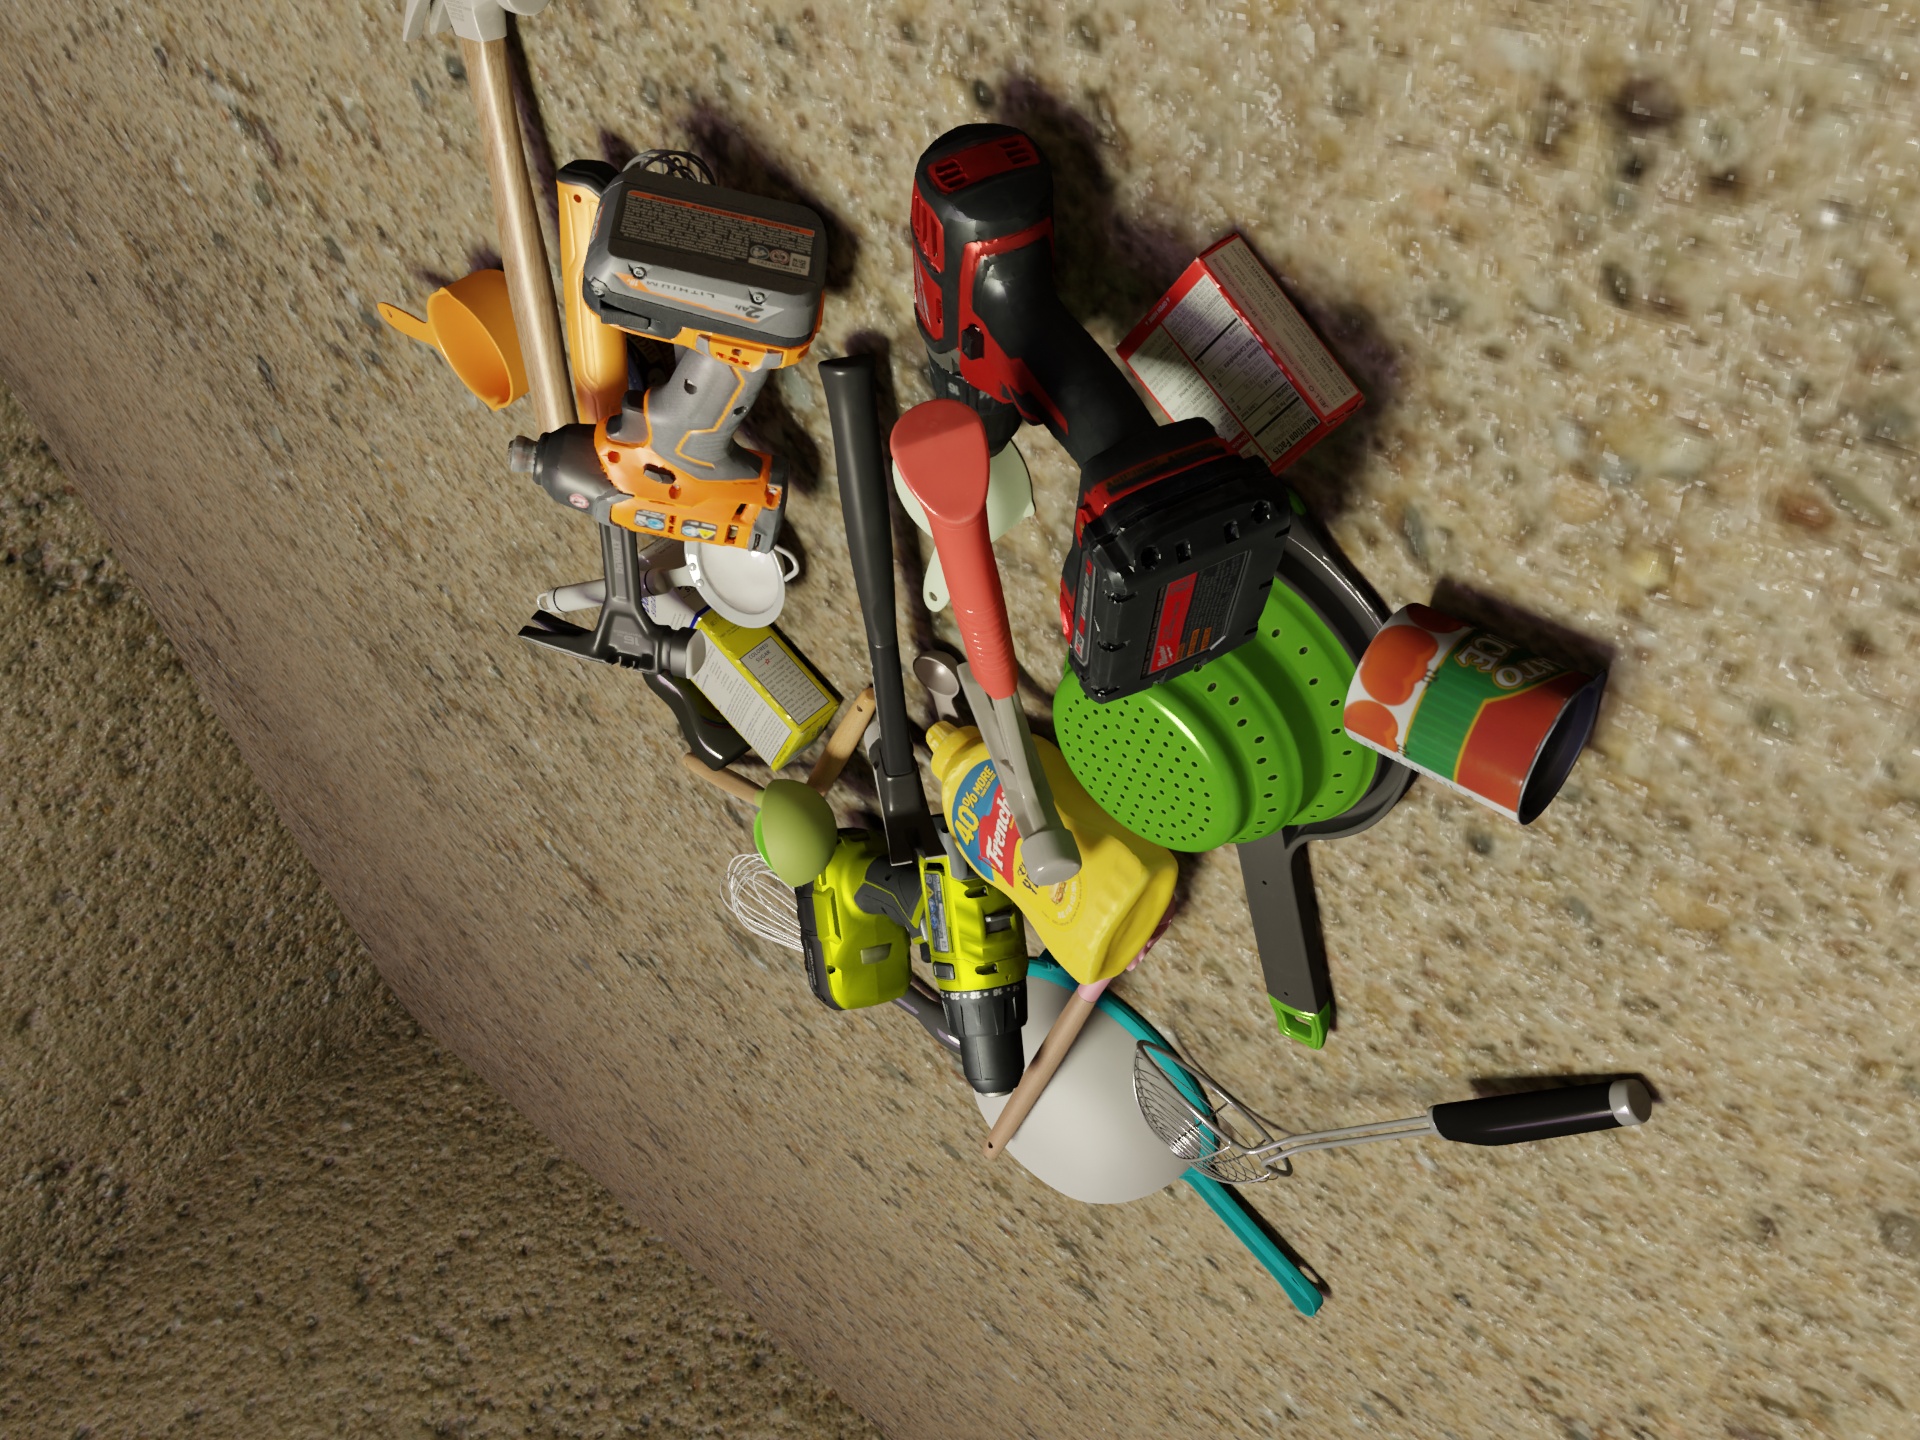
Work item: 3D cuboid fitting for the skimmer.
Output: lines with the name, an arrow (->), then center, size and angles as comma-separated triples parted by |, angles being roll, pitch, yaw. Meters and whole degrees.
skimmer -> 0.239, 0.216, 0.937 | 0.127, 0.090, 0.363 | 37, 145, -21

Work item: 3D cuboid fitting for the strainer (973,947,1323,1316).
strainer -> 0.123, 0.332, 1.174 | 0.340, 0.095, 0.211 | 47, 151, 6

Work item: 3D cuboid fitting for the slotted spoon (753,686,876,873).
slotted spoon -> -0.106, 0.049, 1.218 | 0.070, 0.031, 0.313 | 45, 149, 6

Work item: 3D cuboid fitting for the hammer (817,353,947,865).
hammer -> -0.048, -0.062, 0.943 | 0.146, 0.035, 0.334 | -107, 9, -50

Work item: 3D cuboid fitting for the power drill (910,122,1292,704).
power drill -> 0.044, -0.121, 0.696 | 0.187, 0.080, 0.227 | 90, 154, -63

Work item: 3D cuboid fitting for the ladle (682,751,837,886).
ladle -> -0.175, 0.061, 1.247 | 0.320, 0.062, 0.078 | 17, 128, 62

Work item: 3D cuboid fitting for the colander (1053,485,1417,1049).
colander -> 0.134, 0.059, 0.826 | 0.205, 0.094, 0.396 | 20, 141, 41

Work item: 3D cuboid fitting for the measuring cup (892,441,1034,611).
measuring cup -> -0.011, -0.103, 0.886 | 0.083, 0.038, 0.167 | 41, 148, 13

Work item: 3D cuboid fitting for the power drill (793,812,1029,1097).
power drill -> -0.030, 0.160, 1.134 | 0.228, 0.080, 0.190 | -6, 92, 58

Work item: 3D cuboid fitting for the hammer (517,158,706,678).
hammer -> -0.227, -0.178, 0.991 | 0.127, 0.034, 0.336 | 12, 127, 10

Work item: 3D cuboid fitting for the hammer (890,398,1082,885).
hammer -> 0.011, -0.044, 0.768 | 0.358, 0.036, 0.149 | 72, 179, -64

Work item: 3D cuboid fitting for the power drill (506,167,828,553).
power drill -> -0.165, -0.186, 0.878 | 0.164, 0.084, 0.226 | 10, 146, -11

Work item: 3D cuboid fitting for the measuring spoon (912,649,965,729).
measuring spoon -> -0.002, -0.003, 1.027 | 0.034, 0.018, 0.124 | 18, 147, 30

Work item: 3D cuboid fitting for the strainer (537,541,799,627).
strainer -> -0.201, -0.099, 1.093 | 0.258, 0.050, 0.086 | -6, 112, 33

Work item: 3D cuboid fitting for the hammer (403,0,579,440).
hammer -> -0.269, -0.296, 0.968 | 0.130, 0.031, 0.331 | 30, 137, 36

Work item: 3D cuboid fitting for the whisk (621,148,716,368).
whisk -> -0.161, -0.233, 0.930 | 0.055, 0.055, 0.238 | 37, 153, 20

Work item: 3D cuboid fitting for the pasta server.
pasta server -> 0.069, 0.200, 1.054 | 0.060, 0.040, 0.316 | 49, 134, 29

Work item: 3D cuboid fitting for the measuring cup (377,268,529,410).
measuring cup -> -0.350, -0.282, 1.124 | 0.174, 0.052, 0.095 | 27, 145, 37

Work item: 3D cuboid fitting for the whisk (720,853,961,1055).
whisk -> -0.092, 0.205, 1.363 | 0.285, 0.070, 0.070 | 33, 148, 18
